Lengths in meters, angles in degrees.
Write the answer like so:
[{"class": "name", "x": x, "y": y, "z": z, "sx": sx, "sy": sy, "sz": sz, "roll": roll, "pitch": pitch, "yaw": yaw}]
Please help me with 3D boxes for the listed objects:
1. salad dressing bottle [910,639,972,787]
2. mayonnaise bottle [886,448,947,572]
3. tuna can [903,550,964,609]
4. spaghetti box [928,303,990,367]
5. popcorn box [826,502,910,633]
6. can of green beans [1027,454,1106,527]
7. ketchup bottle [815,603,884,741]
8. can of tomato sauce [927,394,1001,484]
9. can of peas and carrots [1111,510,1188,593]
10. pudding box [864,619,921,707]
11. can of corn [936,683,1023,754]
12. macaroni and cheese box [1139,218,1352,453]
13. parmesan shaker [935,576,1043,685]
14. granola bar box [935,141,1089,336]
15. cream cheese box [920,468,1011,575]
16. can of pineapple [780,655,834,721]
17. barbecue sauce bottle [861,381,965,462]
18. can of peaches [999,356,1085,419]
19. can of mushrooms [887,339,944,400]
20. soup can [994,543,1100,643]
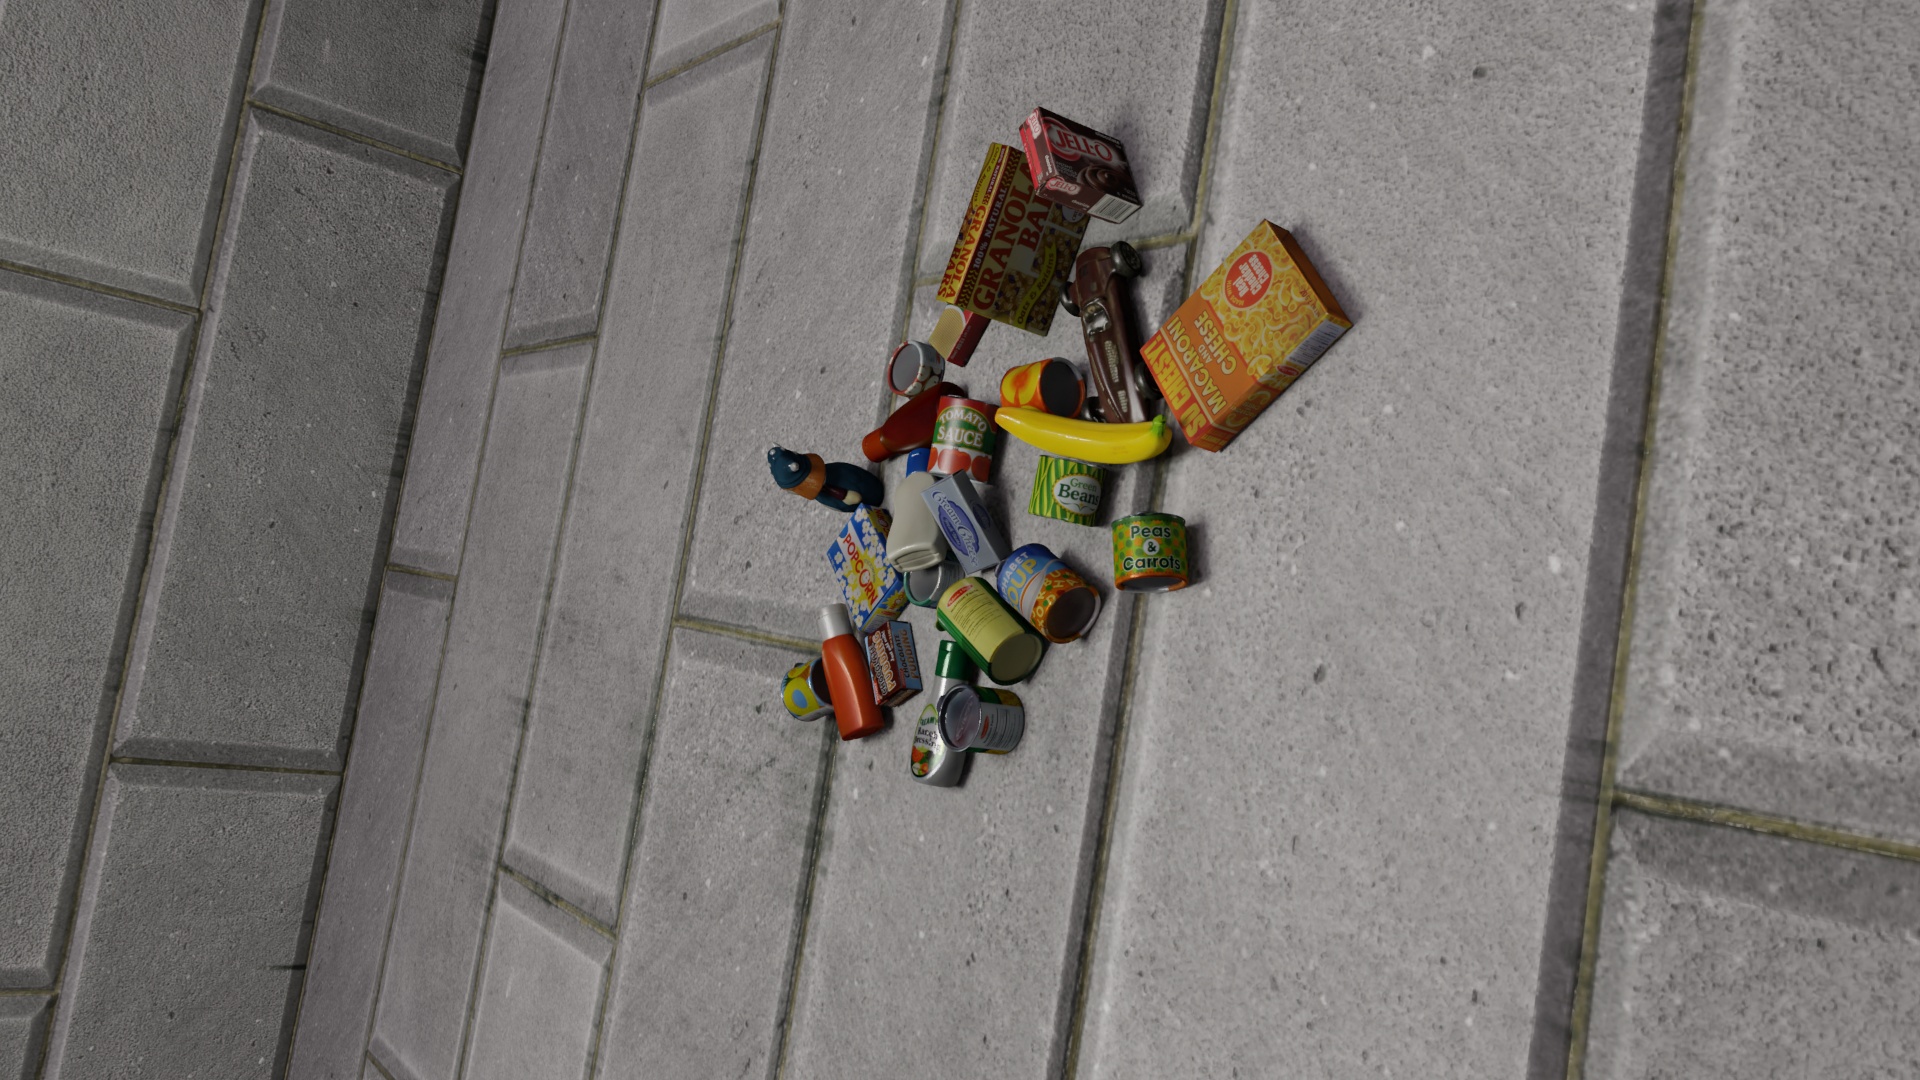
[{"class": "salad dressing bottle", "x": -0.015, "y": 0.177, "z": 1.428, "sx": 0.064, "sy": 0.044, "sz": 0.147, "roll": 4, "pitch": 83, "yaw": 52}, {"class": "mayonnaise bottle", "x": -0.043, "y": -0.035, "z": 1.495, "sx": 0.064, "sy": 0.041, "sz": 0.149, "roll": -16, "pitch": 45, "yaw": 21}, {"class": "tuna can", "x": -0.031, "y": 0.040, "z": 1.495, "sx": 0.071, "sy": 0.033, "sz": 0.071, "roll": -17, "pitch": 67, "yaw": 47}, {"class": "spaghetti box", "x": 0.041, "y": -0.308, "z": 1.510, "sx": 0.249, "sy": 0.029, "sz": 0.050, "roll": -60, "pitch": 42, "yaw": 20}, {"class": "popcorn box", "x": -0.099, "y": 0.032, "z": 1.577, "sx": 0.085, "sy": 0.038, "sz": 0.127, "roll": -53, "pitch": 44, "yaw": 29}, {"class": "can of green beans", "x": 0.102, "y": -0.047, "z": 1.330, "sx": 0.071, "sy": 0.071, "sz": 0.058, "roll": 12, "pitch": 90, "yaw": 52}, {"class": "ketchup bottle", "x": -0.127, "y": 0.145, "z": 1.551, "sx": 0.064, "sy": 0.044, "sz": 0.149, "roll": -39, "pitch": 63, "yaw": 53}, {"class": "can of tomato sauce", "x": 0.003, "y": -0.106, "z": 1.465, "sx": 0.071, "sy": 0.071, "sz": 0.083, "roll": 9, "pitch": 88, "yaw": 51}, {"class": "can of peas and carrots", "x": 0.168, "y": 0.011, "z": 1.230, "sx": 0.070, "sy": 0.071, "sz": 0.059, "roll": -18, "pitch": 67, "yaw": 47}, {"class": "pudding box", "x": -0.074, "y": 0.135, "z": 1.523, "sx": 0.049, "sy": 0.030, "sz": 0.084, "roll": -38, "pitch": 52, "yaw": 40}, {"class": "can of corn", "x": 0.019, "y": 0.176, "z": 1.375, "sx": 0.071, "sy": 0.058, "sz": 0.071, "roll": -17, "pitch": 67, "yaw": 48}, {"class": "macaroni and cheese box", "x": 0.245, "y": -0.176, "z": 1.213, "sx": 0.165, "sy": 0.040, "sz": 0.124, "roll": -46, "pitch": 48, "yaw": 32}, {"class": "parmesan shaker", "x": 0.027, "y": 0.092, "z": 1.380, "sx": 0.103, "sy": 0.071, "sz": 0.071, "roll": 45, "pitch": 115, "yaw": 46}, {"class": "granola bar box", "x": 0.059, "y": -0.303, "z": 1.409, "sx": 0.039, "sy": 0.124, "sz": 0.165, "roll": 31, "pitch": 105, "yaw": 51}, {"class": "cream cheese box", "x": 0.005, "y": -0.018, "z": 1.431, "sx": 0.053, "sy": 0.024, "sz": 0.103, "roll": -25, "pitch": 97, "yaw": 45}, {"class": "can of pineapple", "x": -0.164, "y": 0.168, "z": 1.594, "sx": 0.057, "sy": 0.071, "sz": 0.071, "roll": -28, "pitch": 59, "yaw": 43}, {"class": "barbecue sauce bottle", "x": -0.055, "y": -0.126, "z": 1.563, "sx": 0.148, "sy": 0.043, "sz": 0.065, "roll": -22, "pitch": 58, "yaw": 46}, {"class": "can of peaches", "x": 0.082, "y": -0.144, "z": 1.383, "sx": 0.058, "sy": 0.071, "sz": 0.071, "roll": -8, "pitch": 74, "yaw": 49}, {"class": "can of mushrooms", "x": -0.053, "y": -0.193, "z": 1.588, "sx": 0.071, "sy": 0.033, "sz": 0.071, "roll": -16, "pitch": 68, "yaw": 47}, {"class": "soup can", "x": 0.081, "y": 0.050, "z": 1.324, "sx": 0.084, "sy": 0.071, "sz": 0.071, "roll": 42, "pitch": 112, "yaw": 48}]
